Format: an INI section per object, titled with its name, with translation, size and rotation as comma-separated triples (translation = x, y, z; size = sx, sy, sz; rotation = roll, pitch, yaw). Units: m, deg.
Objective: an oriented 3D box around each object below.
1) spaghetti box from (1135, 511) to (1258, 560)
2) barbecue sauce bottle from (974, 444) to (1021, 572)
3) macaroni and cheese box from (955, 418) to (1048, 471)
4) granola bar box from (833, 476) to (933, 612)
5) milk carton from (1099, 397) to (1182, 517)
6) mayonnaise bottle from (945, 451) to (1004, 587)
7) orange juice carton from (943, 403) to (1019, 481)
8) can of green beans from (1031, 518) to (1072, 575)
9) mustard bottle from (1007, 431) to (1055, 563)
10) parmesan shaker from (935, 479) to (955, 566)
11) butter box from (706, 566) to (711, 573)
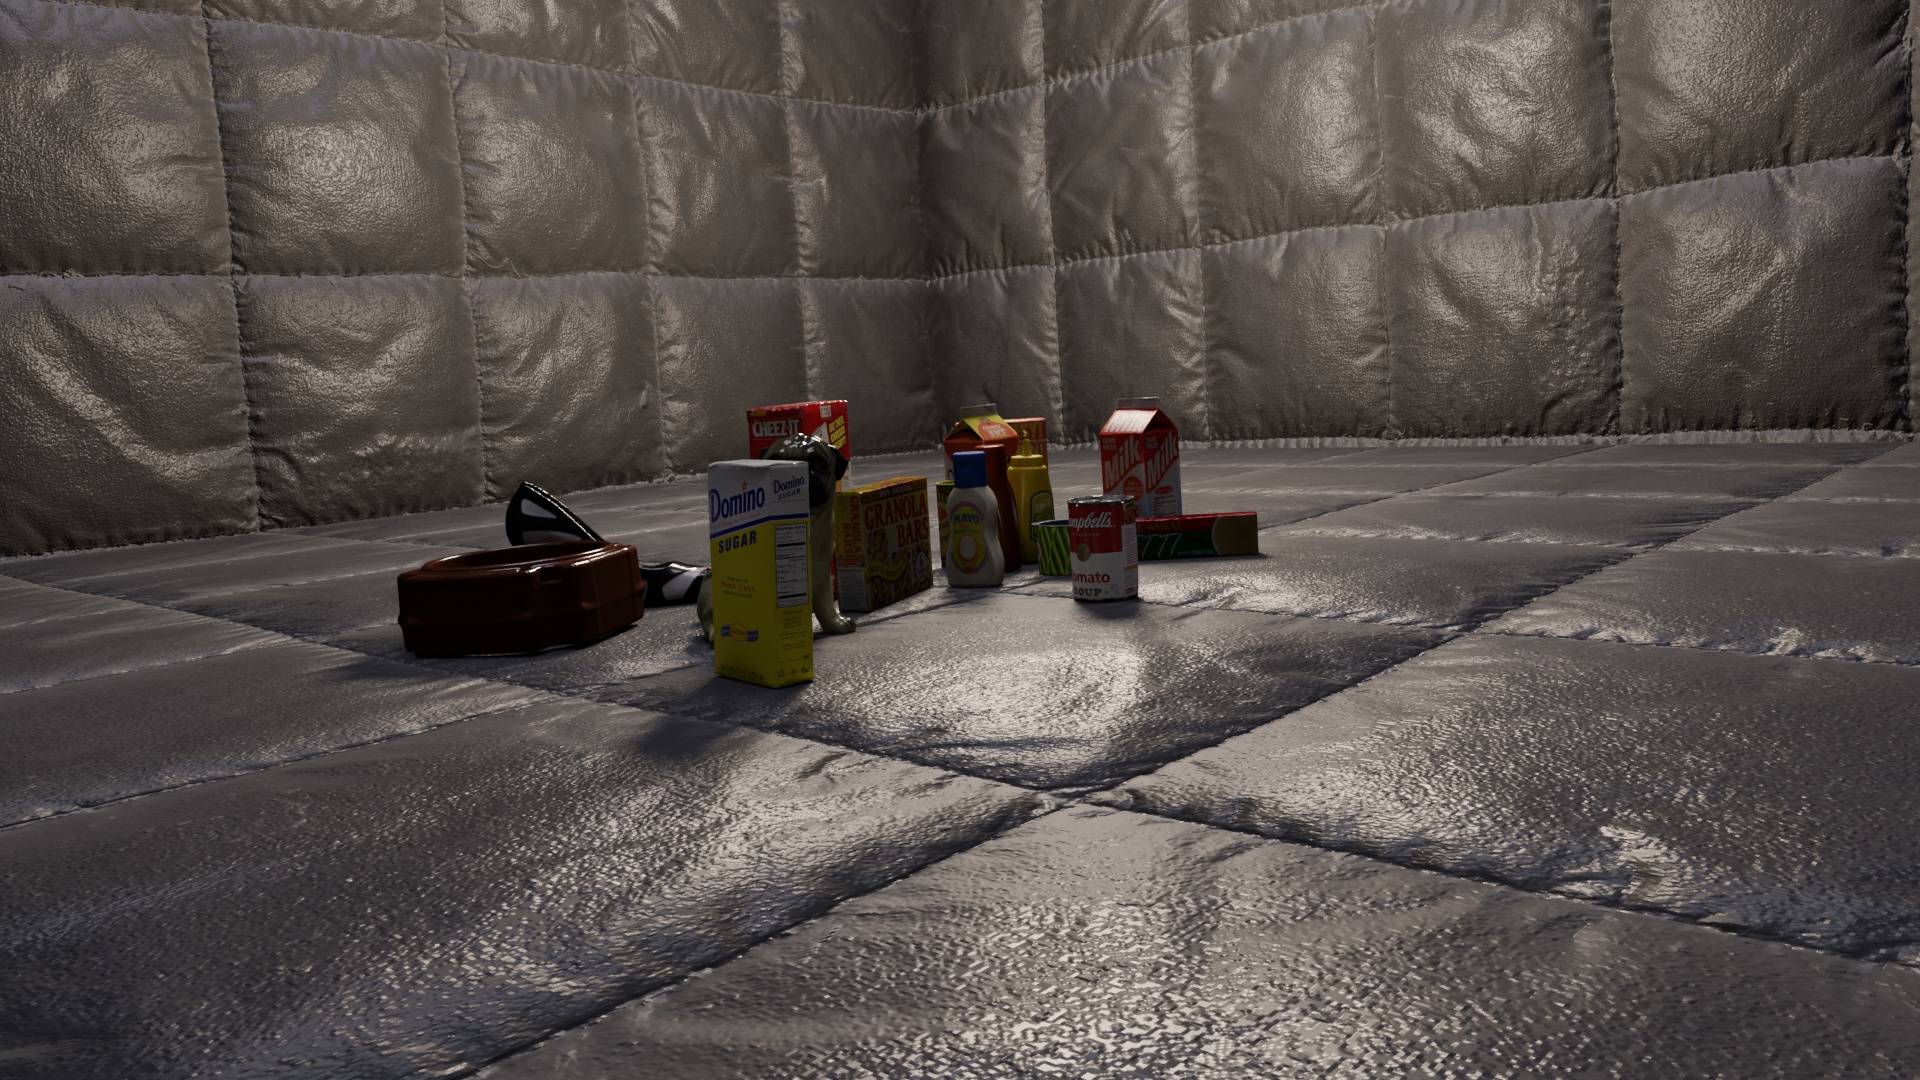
[spaghetti box]
translation = 0.229, -0.003, 1.658
size = 0.250, 0.050, 0.029
rotation = -3, 6, 4
[barbecue sauce bottle]
translation = 0.040, -0.038, 1.639
size = 0.044, 0.148, 0.065
rotation = -9, 8, -39
[macaroni and cheese box]
translation = 0.060, -0.083, 1.927
size = 0.124, 0.166, 0.040
rotation = -5, 6, -10
[granola bar box]
translation = -0.082, 0.001, 1.476
size = 0.039, 0.124, 0.166
rotation = -1, 7, 22
[milk carton]
translation = 0.227, -0.084, 1.747
size = 0.074, 0.190, 0.072
rotation = -9, 9, -42
[mayonnaise bottle]
translation = 0.013, -0.023, 1.530
size = 0.065, 0.148, 0.041
rotation = -1, 7, 23
[orange juice carton]
translation = 0.029, -0.078, 1.792
size = 0.073, 0.192, 0.072
rotation = 2, 8, 42
[can of green beans]
translation = 0.121, 0.007, 1.598
size = 0.071, 0.057, 0.071
rotation = -4, 7, 1
[mustard bottle]
translation = 0.083, -0.053, 1.694
size = 0.049, 0.160, 0.065
rotation = 2, 9, 43
[parmesan shaker]
translation = 0.006, -0.021, 1.706
size = 0.071, 0.103, 0.071
rotation = -4, 6, 1
[butter box]
translation = -0.213, 0.053, 1.413
size = 0.103, 0.053, 0.024
rotation = 1, 8, 34
